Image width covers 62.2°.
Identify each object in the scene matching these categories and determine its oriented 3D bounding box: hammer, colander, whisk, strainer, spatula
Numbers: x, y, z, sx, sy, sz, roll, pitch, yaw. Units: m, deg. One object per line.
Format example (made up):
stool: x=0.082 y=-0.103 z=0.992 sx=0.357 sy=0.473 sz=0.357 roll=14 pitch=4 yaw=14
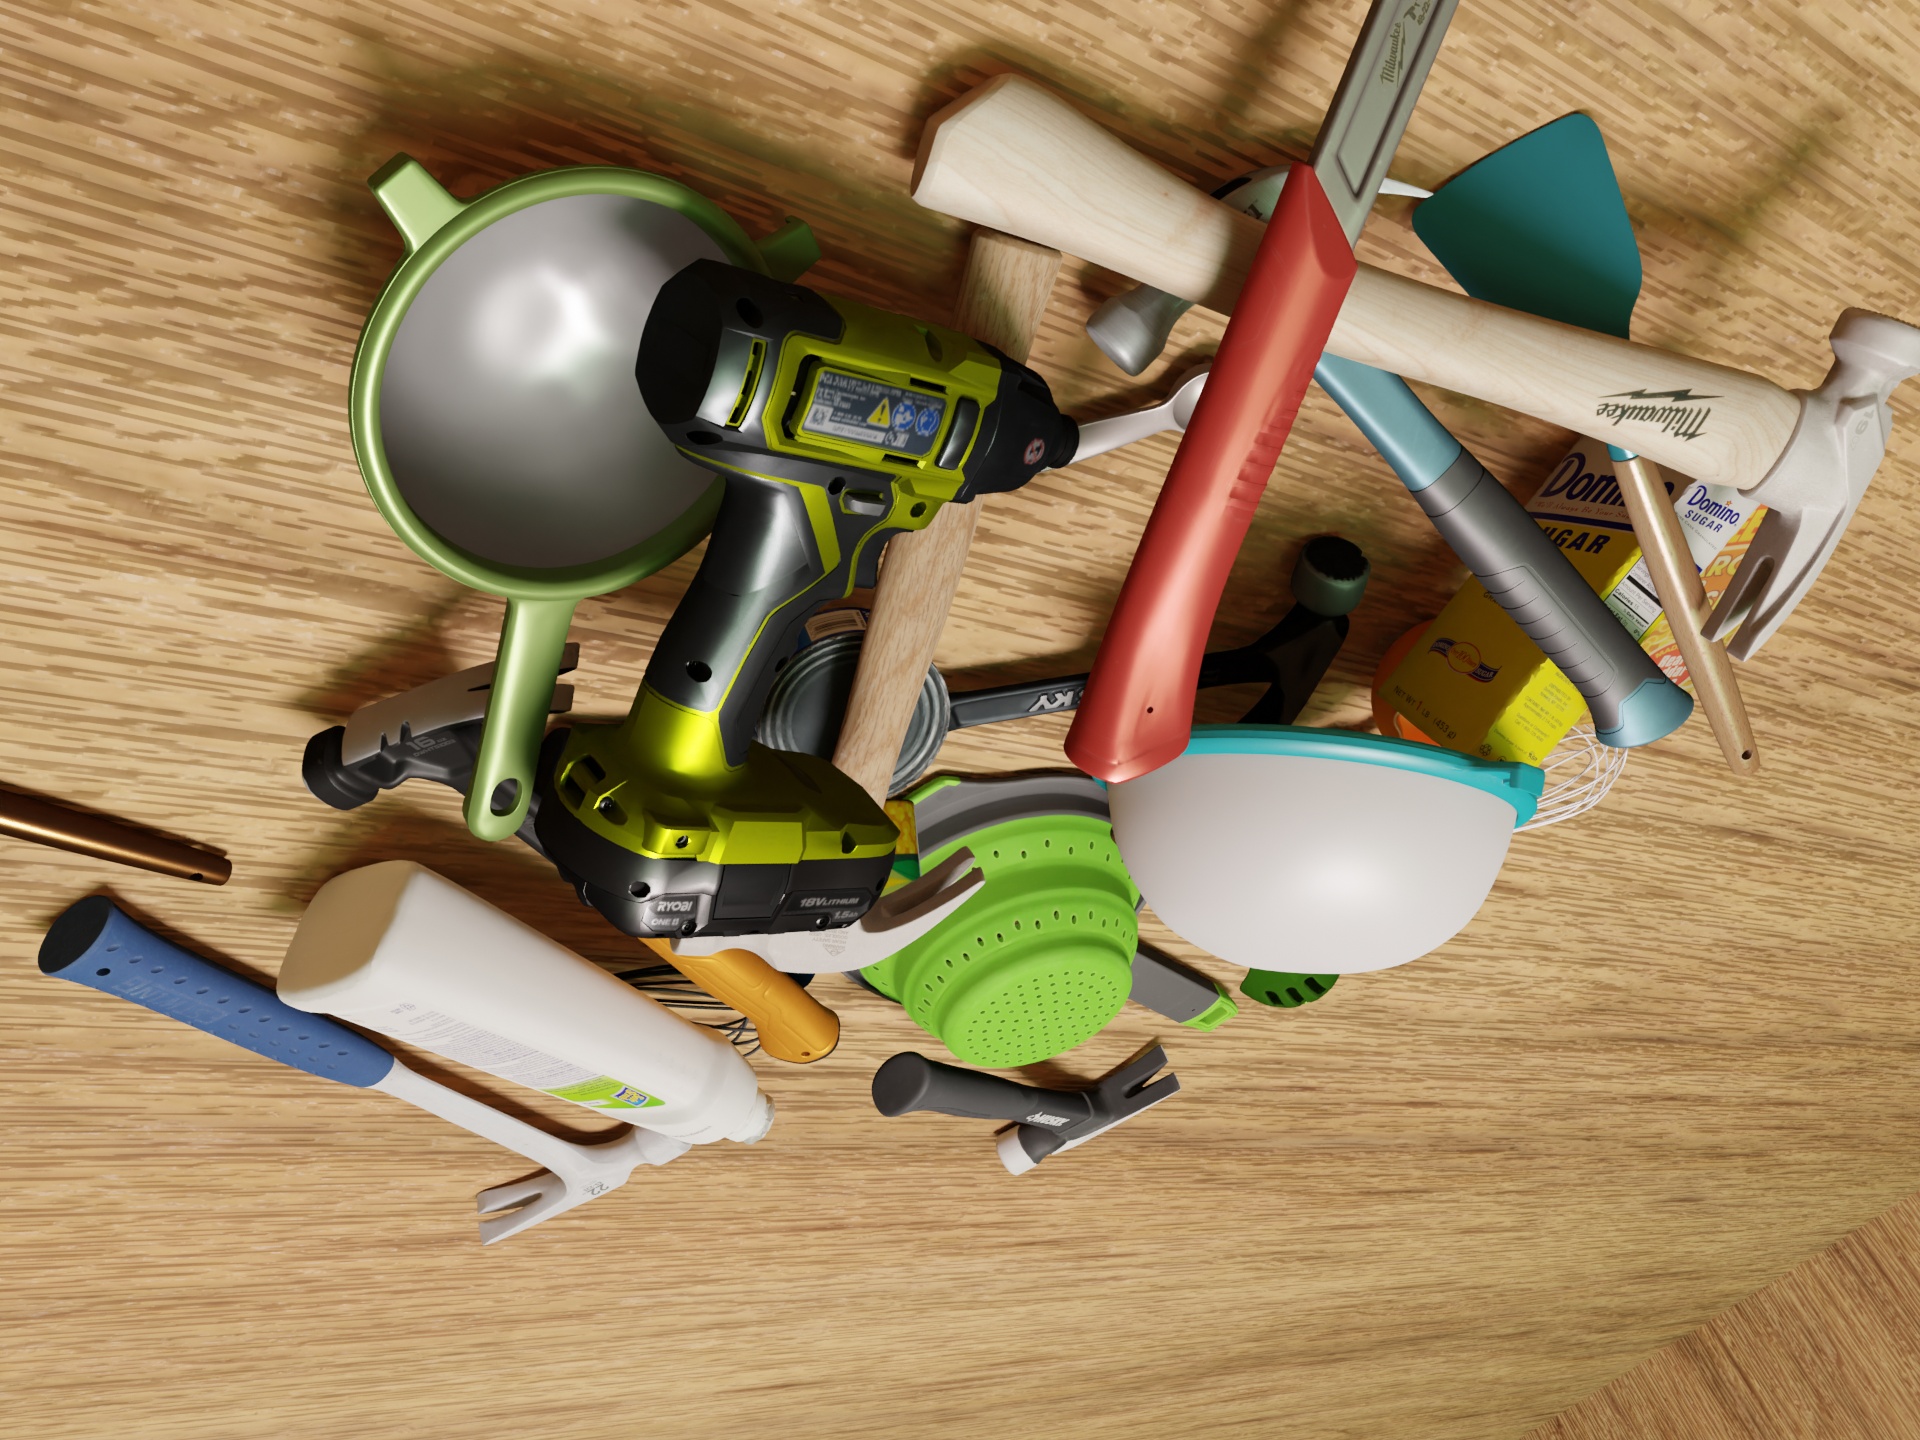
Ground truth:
hammer: x=0.104 y=-0.142 z=0.552 sx=0.149 sy=0.037 sz=0.359 roll=15 pitch=112 yaw=-16
hammer: x=0.036 y=0.243 z=1.026 sx=0.146 sy=0.035 sz=0.334 roll=-30 pitch=154 yaw=13
colander: x=0.079 y=0.160 z=0.957 sx=0.204 sy=0.095 sz=0.396 roll=-38 pitch=139 yaw=18
hammer: x=0.175 y=-0.139 z=0.606 sx=0.410 sy=0.038 sz=0.146 roll=14 pitch=111 yaw=-16
hammer: x=-0.312 y=0.195 z=0.855 sx=0.144 sy=0.035 sz=0.405 roll=-30 pitch=141 yaw=9
whisk: x=-0.207 y=0.147 z=0.842 sx=0.238 sy=0.055 sz=0.055 roll=11 pitch=131 yaw=-29
strainer: x=0.174 y=0.089 z=0.821 sx=0.211 sy=0.095 sz=0.340 roll=5 pitch=165 yaw=13
hammer: x=0.206 y=-0.096 z=0.668 sx=0.128 sy=0.033 sz=0.330 roll=-45 pitch=113 yaw=8
spatula: x=0.295 y=-0.100 z=0.694 sx=0.082 sy=0.044 sz=0.317 roll=-30 pitch=116 yaw=5
spatula: x=-0.427 y=0.023 z=0.594 sx=0.081 sy=0.041 sz=0.322 roll=-41 pitch=139 yaw=20
hammer: x=-0.022 y=-0.035 z=0.655 sx=0.130 sy=0.031 sz=0.331 roll=8 pitch=115 yaw=-22
strainer: x=-0.154 y=-0.077 z=0.562 sx=0.151 sy=0.069 sz=0.256 roll=-5 pitch=127 yaw=-39
hammer: x=-0.001 y=-0.002 z=0.779 sx=0.409 sy=0.036 sz=0.149 roll=-9 pitch=141 yaw=-16
hammer: x=-0.142 y=0.083 z=0.749 sx=0.127 sy=0.034 sz=0.336 roll=-19 pitch=140 yaw=17
whisk: x=0.281 y=0.073 z=0.993 sx=0.284 sy=0.070 sz=0.070 roll=-31 pitch=141 yaw=18

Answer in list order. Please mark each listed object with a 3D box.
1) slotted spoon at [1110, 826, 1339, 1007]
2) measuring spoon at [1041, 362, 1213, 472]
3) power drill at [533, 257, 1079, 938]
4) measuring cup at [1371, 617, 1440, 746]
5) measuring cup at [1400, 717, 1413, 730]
slotted spoon: x=0.160 y=0.122 z=0.952 sx=0.070 sy=0.031 sz=0.313 roll=-24 pitch=145 yaw=21
measuring spoon: x=0.061 y=-0.128 z=0.682 sx=0.124 sy=0.018 sz=0.034 roll=-16 pitch=142 yaw=3
power drill: x=-0.053 y=-0.037 z=0.571 sx=0.171 sy=0.080 sz=0.223 roll=4 pitch=116 yaw=-42
measuring cup: x=0.268 y=0.025 z=0.882 sx=0.095 sy=0.052 sz=0.173 roll=-5 pitch=115 yaw=-11
measuring cup: x=0.248 y=-0.001 z=0.917 sx=0.156 sy=0.029 sz=0.062 roll=-47 pitch=135 yaw=10
